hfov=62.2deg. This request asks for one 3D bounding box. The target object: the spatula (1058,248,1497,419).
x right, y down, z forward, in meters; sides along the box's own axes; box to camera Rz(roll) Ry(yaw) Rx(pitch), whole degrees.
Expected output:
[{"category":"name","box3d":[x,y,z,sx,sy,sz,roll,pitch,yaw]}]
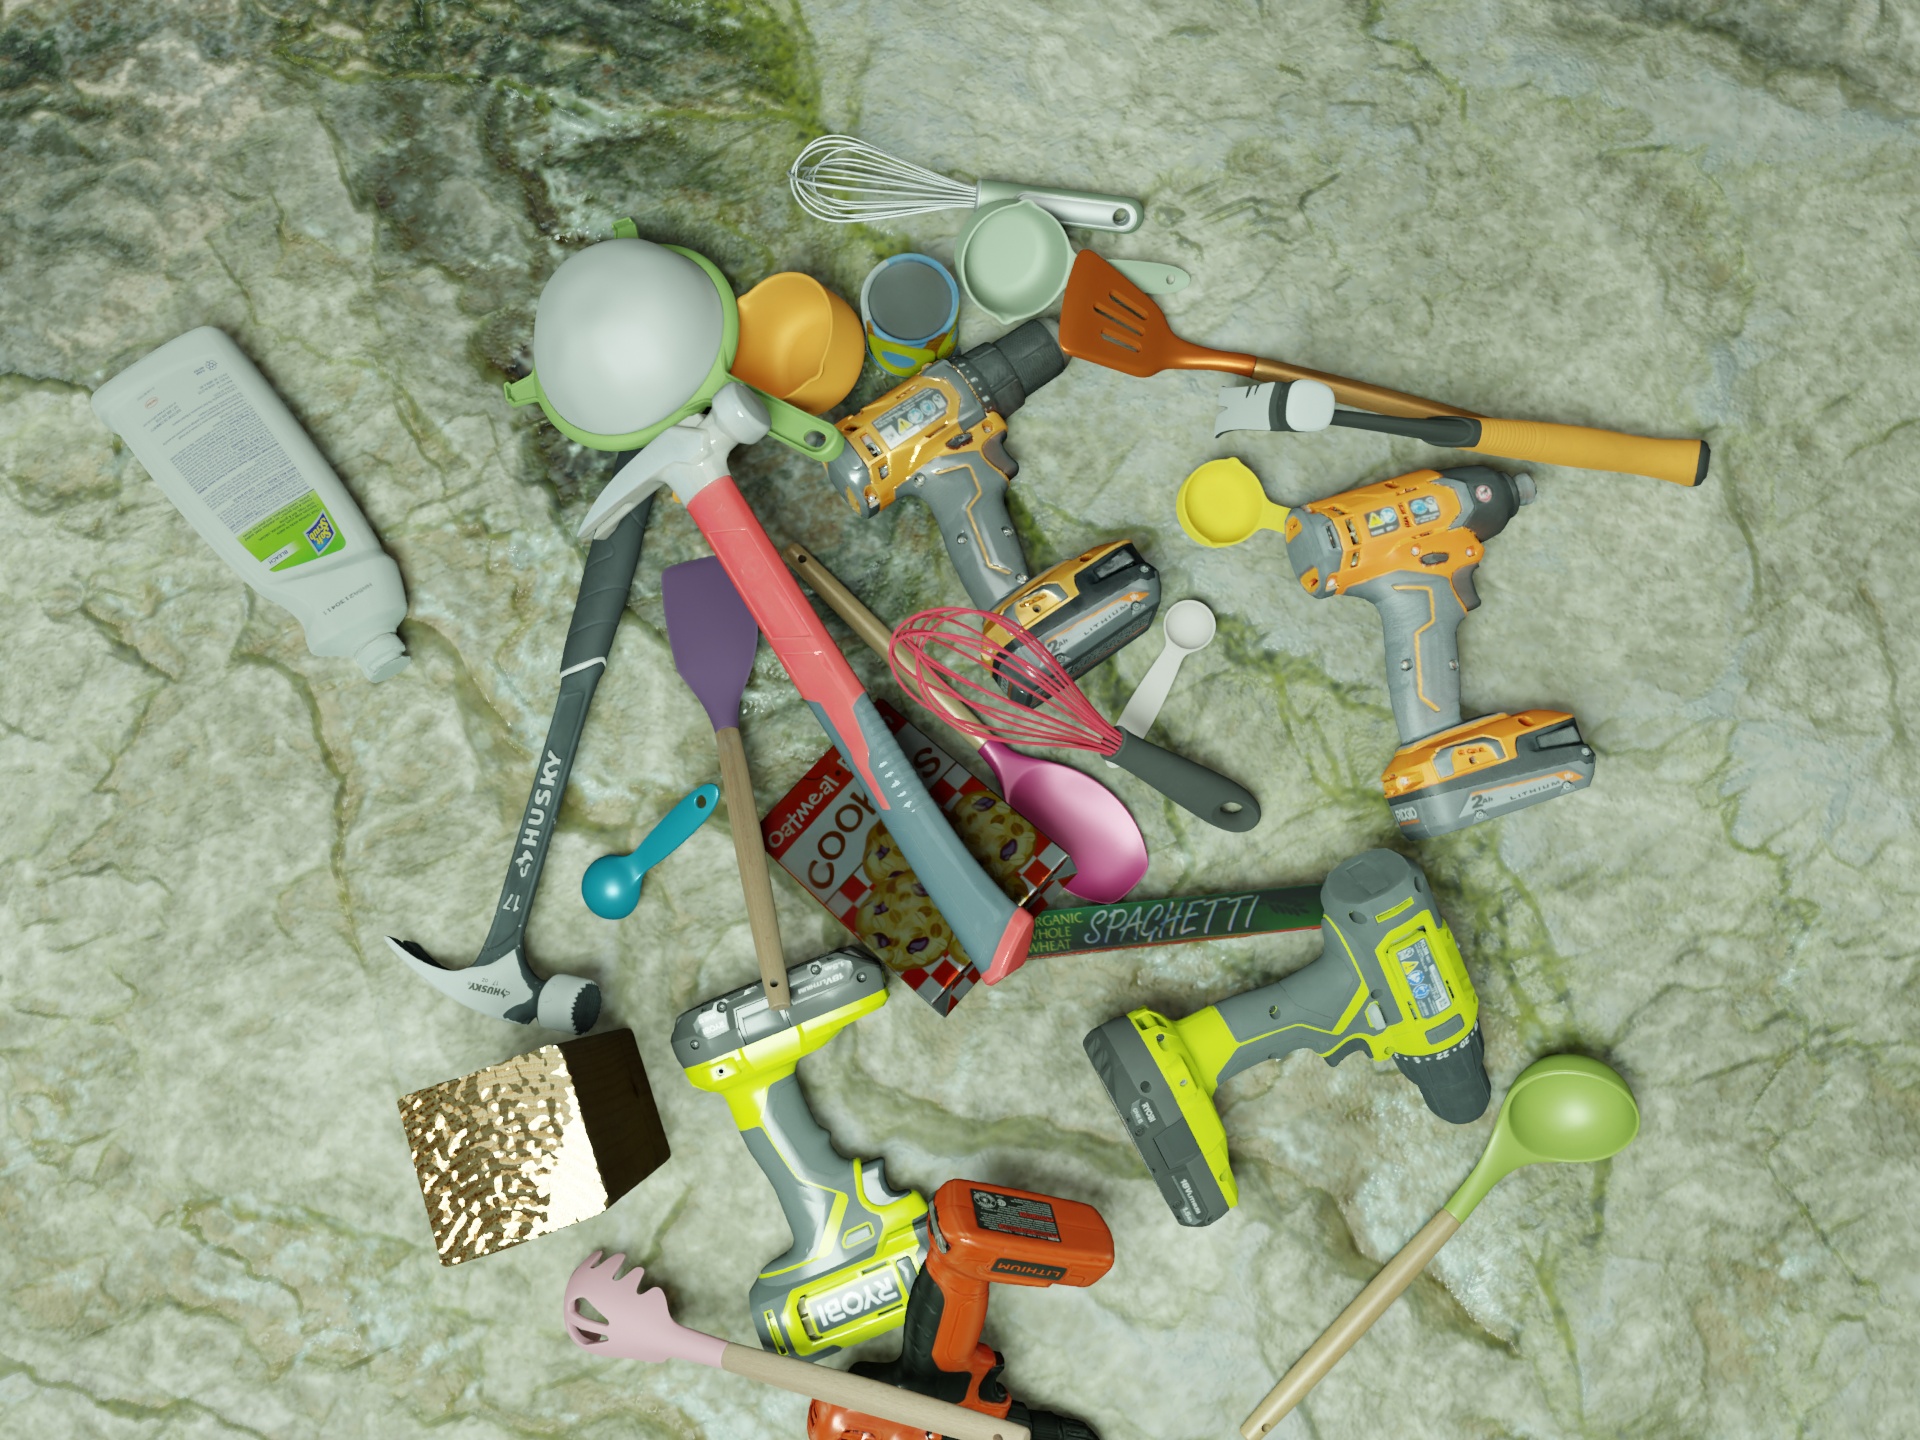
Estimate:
[{"category":"spatula","box3d":[0.222,-0.235,1.067,0.322,0.041,0.081,14,72,-2]}]

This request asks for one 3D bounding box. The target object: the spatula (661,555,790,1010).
[{"category":"spatula","box3d":[-0.139,0.029,0.994,0.060,0.018,0.316,-13,64,-2]}]

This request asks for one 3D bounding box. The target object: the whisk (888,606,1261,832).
[{"category":"whisk","box3d":[0.078,0.006,0.965,0.295,0.073,0.073,27,80,-30]}]

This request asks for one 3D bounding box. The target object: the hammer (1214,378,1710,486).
[{"category":"hammer","box3d":[0.334,-0.184,1.032,0.336,0.127,0.034,4,98,-16]}]

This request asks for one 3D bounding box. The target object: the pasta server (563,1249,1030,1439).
[{"category":"pasta server","box3d":[-0.105,0.363,0.901,0.316,0.040,0.060,4,95,26]}]

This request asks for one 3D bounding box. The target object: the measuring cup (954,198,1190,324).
[{"category":"measuring cup","box3d":[0.075,-0.311,1.082,0.167,0.038,0.083,1,118,-20]}]

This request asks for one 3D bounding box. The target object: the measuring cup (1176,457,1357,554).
[{"category":"measuring cup","box3d":[0.218,-0.131,1.068,0.156,0.029,0.062,15,86,-11]}]

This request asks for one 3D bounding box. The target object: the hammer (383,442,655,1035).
[{"category":"hammer","box3d":[-0.251,-0.014,1.019,0.149,0.036,0.409,7,76,21]}]

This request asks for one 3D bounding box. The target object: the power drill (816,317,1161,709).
[{"category":"power drill","box3d":[0.040,-0.144,1.037,0.185,0.084,0.226,-35,79,-8]}]

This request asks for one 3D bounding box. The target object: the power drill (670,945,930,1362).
[{"category":"power drill","box3d":[-0.071,0.259,0.973,0.171,0.080,0.223,-21,86,-4]}]

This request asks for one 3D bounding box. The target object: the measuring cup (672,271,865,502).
[{"category":"measuring cup","box3d":[-0.130,-0.212,1.059,0.095,0.052,0.173,45,108,28]}]

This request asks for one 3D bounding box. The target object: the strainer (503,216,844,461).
[{"category":"strainer","box3d":[-0.183,-0.232,1.009,0.256,0.069,0.151,30,85,25]}]

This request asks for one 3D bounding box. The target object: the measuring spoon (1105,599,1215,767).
[{"category":"measuring spoon","box3d":[0.129,-0.023,1.052,0.034,0.018,0.124,30,88,3]}]

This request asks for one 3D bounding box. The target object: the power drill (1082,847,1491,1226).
[{"category":"power drill","box3d":[0.208,0.207,0.965,0.228,0.080,0.190,-28,112,-3]}]

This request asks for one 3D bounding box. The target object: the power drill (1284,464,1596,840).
[{"category":"power drill","box3d":[0.320,-0.052,1.019,0.164,0.084,0.226,-18,83,-6]}]

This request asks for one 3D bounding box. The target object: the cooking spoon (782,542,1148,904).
[{"category":"cooking spoon","box3d":[-0.002,-0.003,1.042,0.319,0.017,0.069,45,82,5]}]

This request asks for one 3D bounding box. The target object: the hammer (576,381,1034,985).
[{"category":"hammer","box3d":[-0.086,-0.006,0.952,0.143,0.038,0.386,-36,80,20]}]

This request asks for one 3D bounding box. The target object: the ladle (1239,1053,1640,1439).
[{"category":"ladle","box3d":[0.290,0.329,0.977,0.320,0.062,0.078,-45,103,-4]}]

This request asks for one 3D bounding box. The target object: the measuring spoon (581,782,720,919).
[{"category":"measuring spoon","box3d":[-0.196,0.080,0.993,0.128,0.021,0.042,-42,74,23]}]

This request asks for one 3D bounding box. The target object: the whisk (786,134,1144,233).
[{"category":"whisk","box3d":[0.004,-0.358,1.086,0.246,0.059,0.057,5,119,-4]}]
